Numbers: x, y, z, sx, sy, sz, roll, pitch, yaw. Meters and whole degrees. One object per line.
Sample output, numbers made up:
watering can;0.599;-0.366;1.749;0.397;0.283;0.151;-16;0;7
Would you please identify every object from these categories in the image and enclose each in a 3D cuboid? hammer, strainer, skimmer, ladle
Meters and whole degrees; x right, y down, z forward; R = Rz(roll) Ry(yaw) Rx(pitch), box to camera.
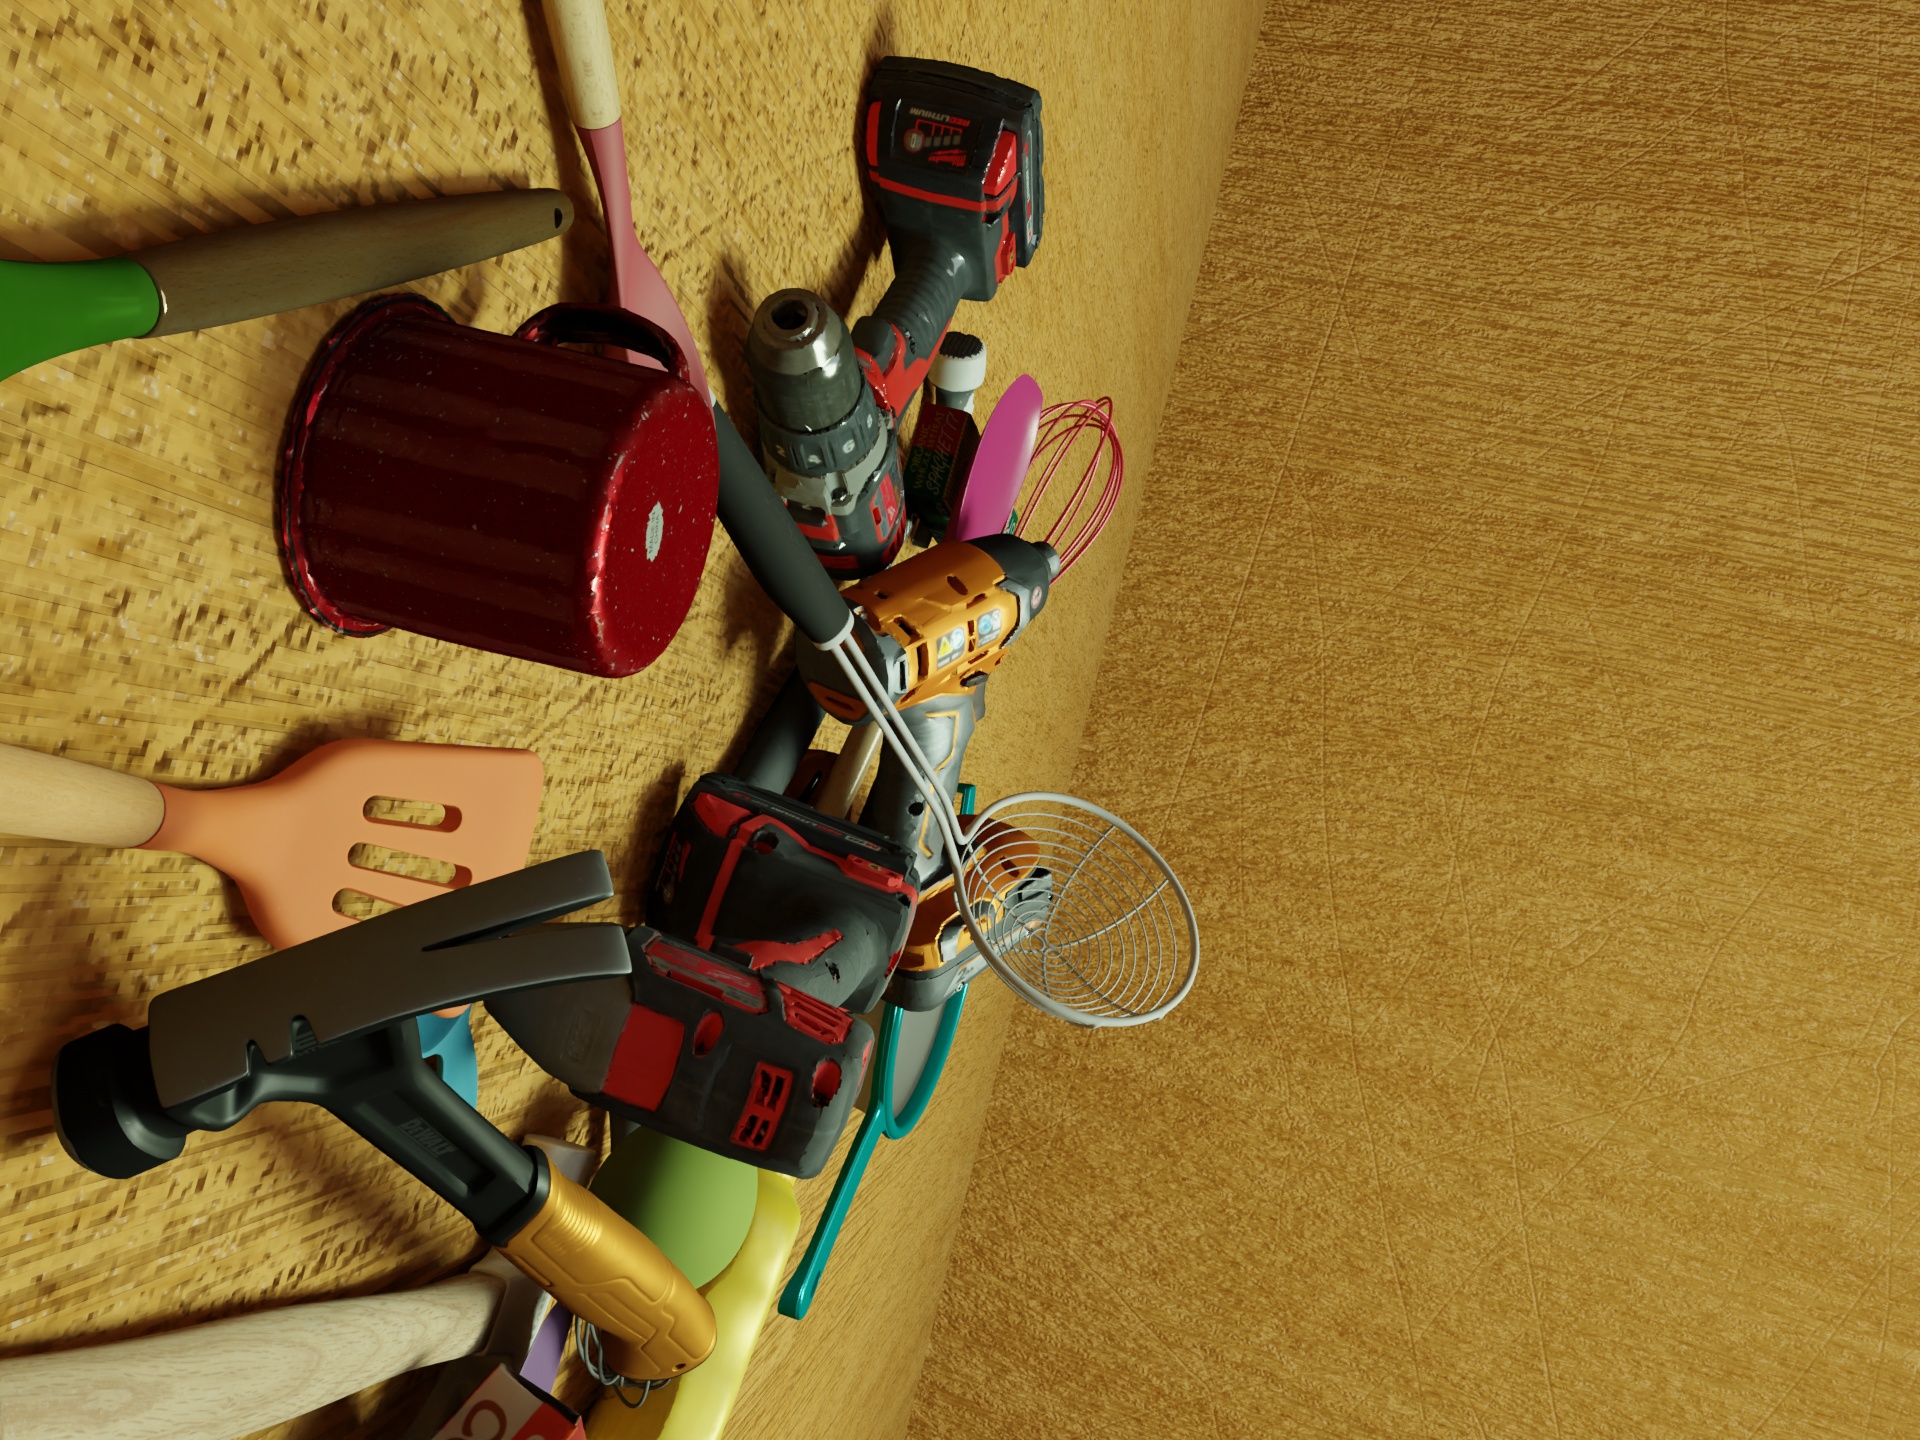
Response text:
hammer;-0.194;0.194;0.483;0.331;0.031;0.130;65;39;-74
strainer;-0.075;0.205;1.007;0.210;0.095;0.341;89;20;-48
skimmer;-0.001;-0.002;0.677;0.362;0.090;0.127;59;30;-36
hammer;-0.061;-0.056;0.886;0.409;0.036;0.149;-66;167;-45
hammer;-0.122;0.149;0.488;0.336;0.127;0.034;79;-11;-56
ladle;-0.098;0.164;0.769;0.320;0.062;0.078;-62;155;-72
ladle;-0.106;-0.193;0.446;0.315;0.031;0.069;88;-1;-52

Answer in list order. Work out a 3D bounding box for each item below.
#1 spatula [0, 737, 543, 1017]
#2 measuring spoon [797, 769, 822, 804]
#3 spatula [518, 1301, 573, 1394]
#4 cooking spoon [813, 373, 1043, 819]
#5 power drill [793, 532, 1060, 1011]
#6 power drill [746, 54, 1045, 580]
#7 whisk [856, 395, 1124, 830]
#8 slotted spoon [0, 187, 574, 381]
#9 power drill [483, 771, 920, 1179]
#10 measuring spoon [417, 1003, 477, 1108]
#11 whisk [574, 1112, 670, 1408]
spatula;-0.174;0.017;0.319;0.322;0.041;0.081;51;55;-77
measuring spoon;-0.099;0.083;0.824;0.124;0.018;0.034;-61;179;-5
spatula;-0.201;0.360;0.615;0.060;0.018;0.316;-39;149;-79
cooking spoon;-0.029;-0.036;0.837;0.319;0.017;0.068;-65;157;-2
power drill;-0.004;0.017;0.816;0.164;0.084;0.226;-31;131;-42
power drill;-0.034;-0.195;0.730;0.187;0.080;0.227;79;29;-69
whisk;0.013;-0.055;0.903;0.296;0.073;0.073;-62;170;-2
slotted spoon;-0.153;-0.093;0.326;0.314;0.031;0.070;-59;158;-64
power drill;-0.095;0.091;0.621;0.220;0.143;0.078;-59;170;-78
measuring spoon;-0.176;0.110;0.529;0.128;0.021;0.042;107;9;-48
whisk;-0.150;0.215;0.731;0.055;0.055;0.238;-53;151;-67
